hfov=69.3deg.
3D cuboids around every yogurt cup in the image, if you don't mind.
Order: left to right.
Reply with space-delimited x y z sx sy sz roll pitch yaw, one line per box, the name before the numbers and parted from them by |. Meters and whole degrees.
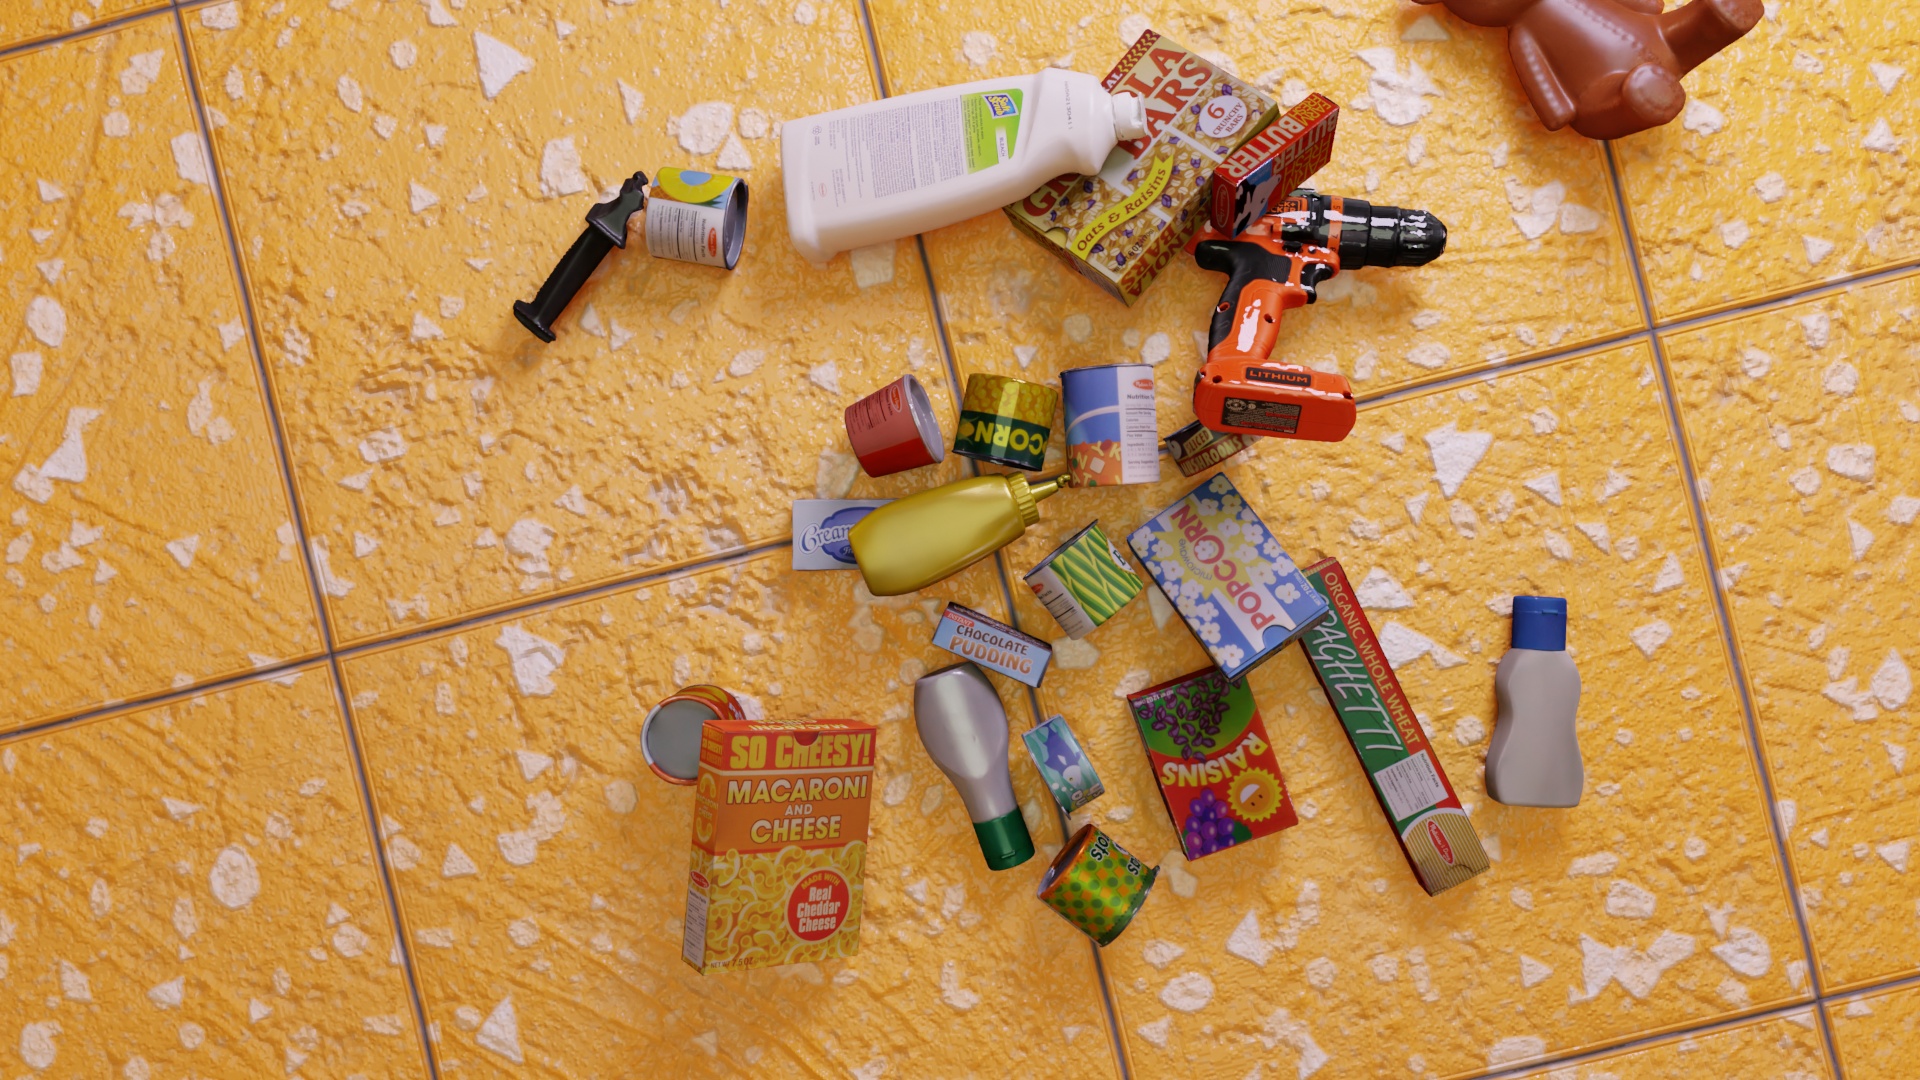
yogurt cup | -0.048 -0.079 0.993 0.054 0.072 0.072 -20 90 10

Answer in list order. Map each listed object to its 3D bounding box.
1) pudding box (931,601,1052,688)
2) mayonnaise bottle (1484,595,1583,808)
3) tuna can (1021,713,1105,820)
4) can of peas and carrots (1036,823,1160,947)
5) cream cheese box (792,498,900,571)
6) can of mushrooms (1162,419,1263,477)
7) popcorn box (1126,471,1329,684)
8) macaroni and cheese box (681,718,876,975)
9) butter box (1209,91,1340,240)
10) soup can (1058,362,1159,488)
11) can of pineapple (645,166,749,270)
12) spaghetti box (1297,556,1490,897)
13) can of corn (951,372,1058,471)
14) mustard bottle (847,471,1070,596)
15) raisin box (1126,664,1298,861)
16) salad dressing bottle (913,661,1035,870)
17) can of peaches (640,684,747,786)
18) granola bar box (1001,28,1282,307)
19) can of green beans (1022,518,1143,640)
pudding box | 0.024 0.075 0.997 0.084 0.050 0.030 24 93 2
mayonnaise bottle | 0.411 0.114 0.991 0.065 0.041 0.148 3 89 0
tuna can | 0.074 0.160 0.986 0.033 0.071 0.071 -31 90 2
can of peas and carrots | 0.097 0.243 0.987 0.059 0.071 0.071 37 92 2
cream cheese box | -0.071 -0.005 1.013 0.104 0.024 0.053 -1 89 1
can of mushrooms | 0.179 -0.073 0.982 0.071 0.071 0.033 -28 91 2
popcorn box | 0.187 0.026 0.978 0.085 0.038 0.127 -34 68 1
macaroni and cheese box | -0.125 0.211 0.975 0.124 0.040 0.166 5 91 -36
butter box | 0.213 -0.255 0.945 0.104 0.053 0.024 -40 63 -16
soup can | 0.104 -0.080 0.988 0.071 0.071 0.083 -4 91 2
can of pineapple | -0.188 -0.232 0.996 0.058 0.071 0.071 10 91 2
spaghetti box | 0.301 0.131 0.999 0.050 0.028 0.250 -26 89 2
can of corn | 0.032 -0.084 0.986 0.071 0.071 0.058 12 90 2
mustard bottle | 0.003 -0.012 0.974 0.160 0.049 0.065 -21 92 -2
raisin box | 0.180 0.157 0.998 0.086 0.040 0.123 -20 88 1
salad dressing bottle | 0.012 0.163 1.002 0.064 0.044 0.147 -20 91 1
can of peaches | -0.189 0.140 1.000 0.071 0.058 0.071 0 90 2
granola bar box | 0.125 -0.263 0.973 0.165 0.039 0.124 -49 60 1
can of green beans | 0.088 0.029 0.987 0.071 0.071 0.058 -39 90 2
